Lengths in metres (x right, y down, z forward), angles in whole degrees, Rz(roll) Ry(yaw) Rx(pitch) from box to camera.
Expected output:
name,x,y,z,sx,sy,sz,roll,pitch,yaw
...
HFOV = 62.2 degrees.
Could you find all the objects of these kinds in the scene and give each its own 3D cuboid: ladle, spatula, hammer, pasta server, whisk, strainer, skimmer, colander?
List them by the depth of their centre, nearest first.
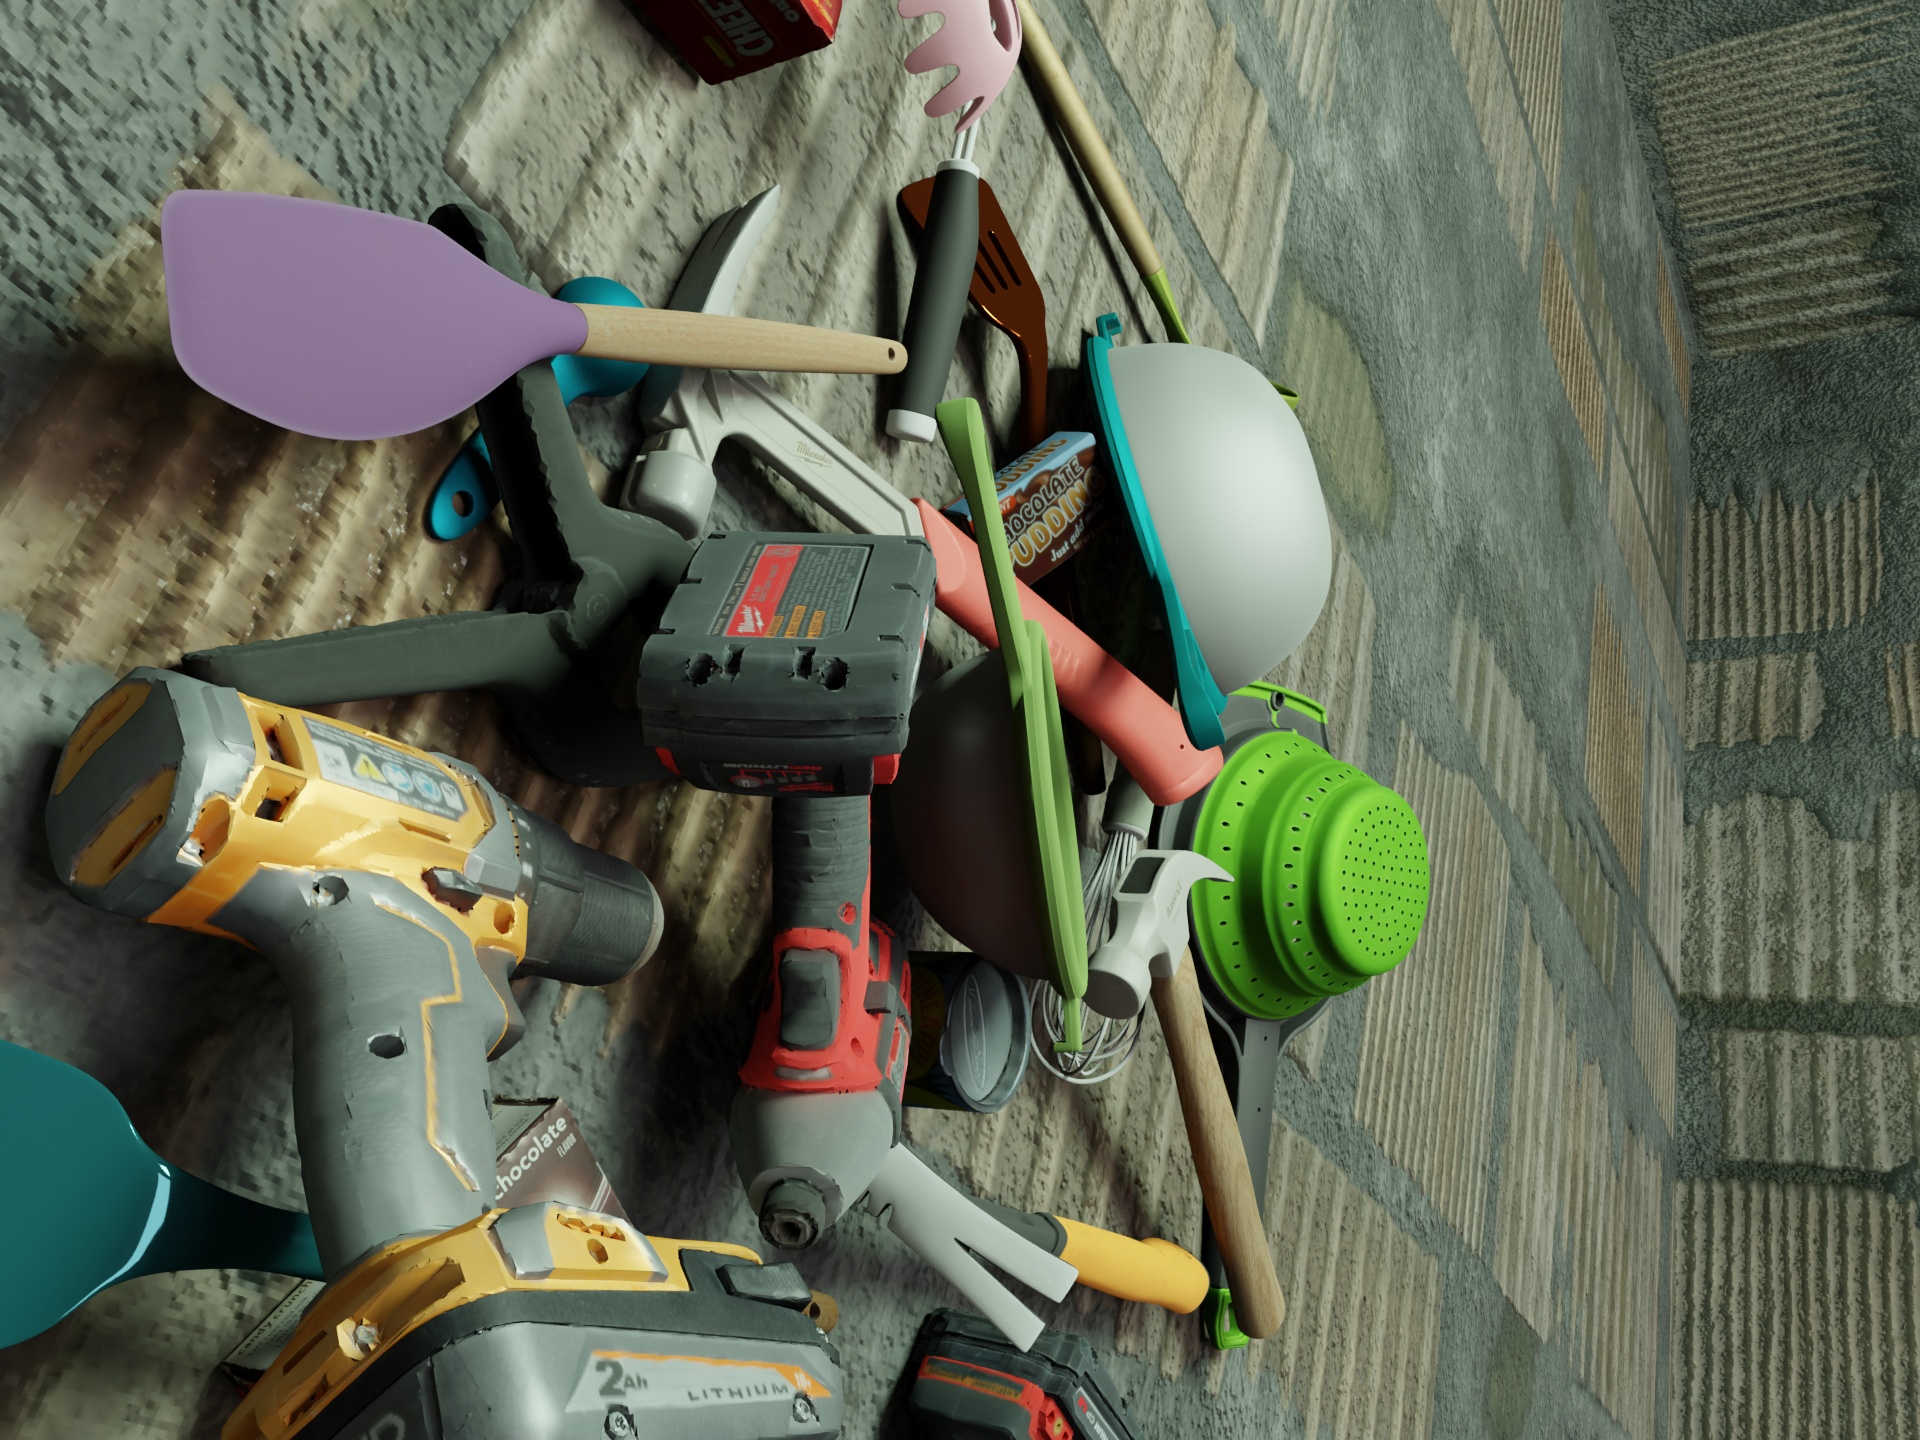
name,x,y,z,sx,sy,sz,roll,pitch,yaw
spatula,-0.148,0.142,0.422,0.317,0.044,0.082,31,53,-45
spatula,-0.105,-0.119,0.501,0.316,0.018,0.059,-18,108,-59
pasta server,-0.051,-0.364,0.564,0.316,0.040,0.060,59,39,-31
strainer,-0.001,-0.002,0.598,0.152,0.069,0.256,-89,169,-51
hammer,0.009,-0.065,0.697,0.358,0.037,0.149,35,58,-40
skimmer,-0.015,-0.310,0.698,0.090,0.127,0.363,10,91,-26
hammer,0.054,0.243,0.723,0.034,0.127,0.336,-56,145,-6
strainer,0.139,-0.086,0.783,0.341,0.095,0.210,-84,153,-62
spatula,0.035,-0.112,0.806,0.081,0.041,0.322,-35,120,-52
whisk,0.082,0.064,0.820,0.057,0.059,0.246,128,-23,-69
hammer,0.129,0.204,0.825,0.130,0.031,0.331,-57,139,-46
ladle,0.108,-0.287,0.911,0.062,0.078,0.319,-38,125,-1
colander,0.204,0.174,0.938,0.204,0.094,0.397,14,80,-42

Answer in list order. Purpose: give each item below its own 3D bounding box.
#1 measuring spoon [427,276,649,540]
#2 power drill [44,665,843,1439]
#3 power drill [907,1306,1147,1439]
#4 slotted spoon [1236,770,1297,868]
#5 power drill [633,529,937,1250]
name,x,y,z,sx,sy,sz,roll,pitch,yaw
measuring spoon,-0.136,-0.105,0.532,0.042,0.021,0.129,59,42,-36
power drill,-0.115,0.096,0.402,0.185,0.084,0.226,31,20,-54
power drill,0.002,0.382,0.644,0.227,0.080,0.187,-56,131,-40
slotted spoon,0.162,-0.054,0.993,0.070,0.031,0.313,-28,108,-49
power drill,-0.050,0.058,0.527,0.143,0.078,0.219,-81,172,-61
